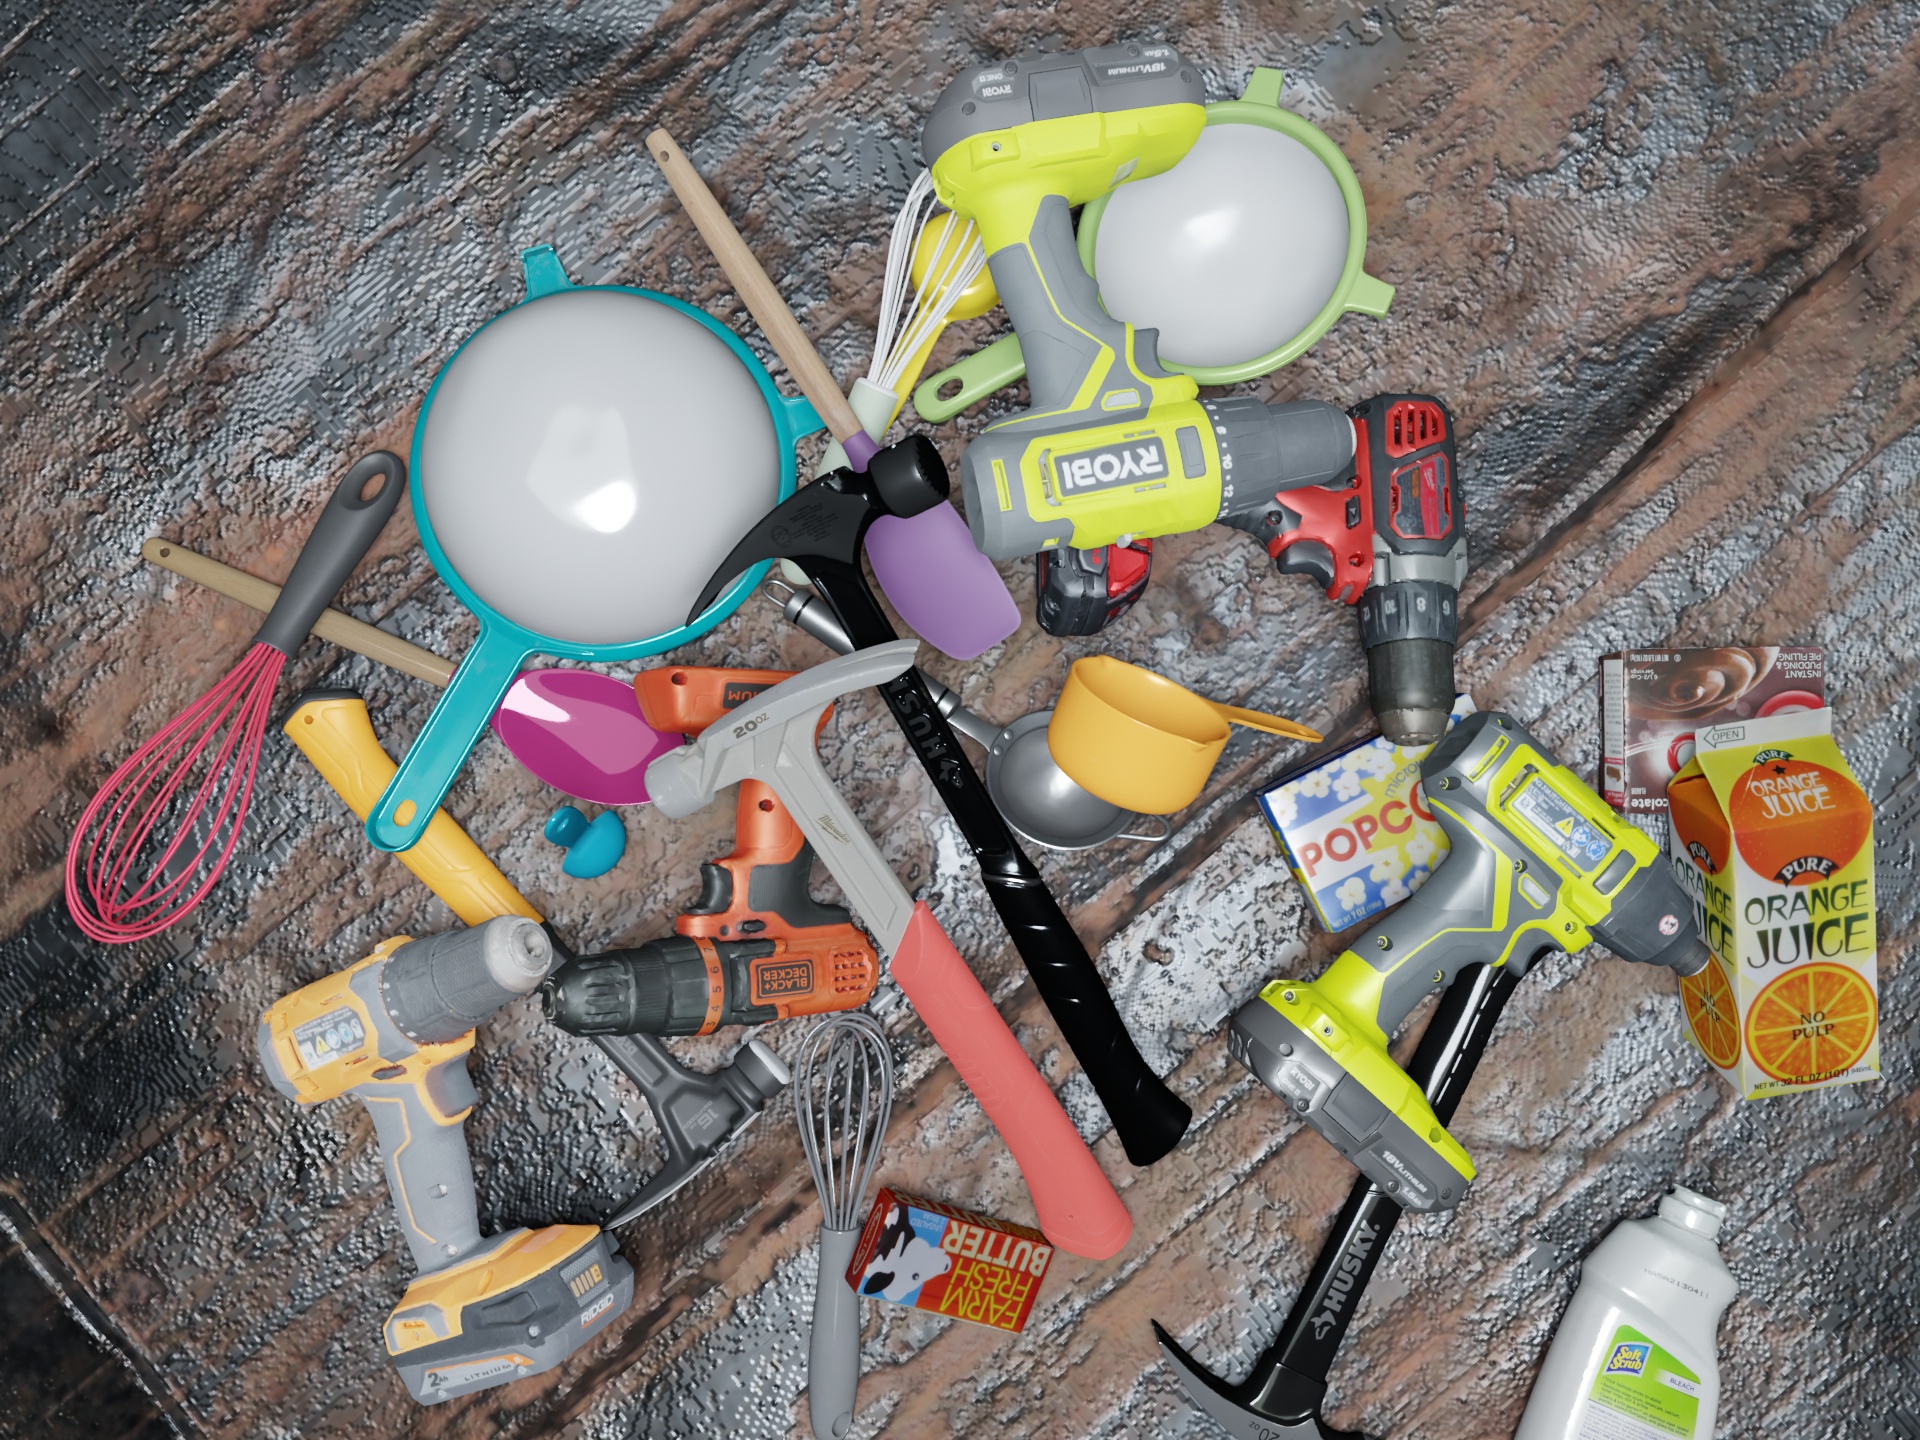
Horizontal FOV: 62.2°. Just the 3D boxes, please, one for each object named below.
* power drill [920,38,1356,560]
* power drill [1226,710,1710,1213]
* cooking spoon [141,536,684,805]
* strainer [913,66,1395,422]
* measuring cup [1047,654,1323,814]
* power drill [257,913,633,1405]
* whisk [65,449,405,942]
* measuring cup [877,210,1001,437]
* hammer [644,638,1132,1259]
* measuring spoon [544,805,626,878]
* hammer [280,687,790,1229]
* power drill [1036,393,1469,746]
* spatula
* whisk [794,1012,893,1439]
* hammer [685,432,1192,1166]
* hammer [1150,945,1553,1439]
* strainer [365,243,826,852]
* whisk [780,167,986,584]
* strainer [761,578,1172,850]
[{"bbox_3d":[0.082,-0.201,0.774,0.190,0.080,0.228,-11,88,-7],"label":"power drill"},{"bbox_3d":[0.260,0.131,0.810,0.171,0.080,0.223,42,87,-1],"label":"power drill"},{"bbox_3d":[-0.303,-0.034,0.878,0.319,0.017,0.069,23,83,0],"label":"cooking spoon"},{"bbox_3d":[0.095,-0.223,0.864,0.256,0.069,0.151,-26,78,14],"label":"strainer"},{"bbox_3d":[0.122,0.016,0.839,0.173,0.095,0.052,10,114,-36],"label":"measuring cup"},{"bbox_3d":[-0.250,0.217,0.817,0.185,0.084,0.226,-26,87,26],"label":"power drill"},{"bbox_3d":[-0.370,-0.020,0.833,0.073,0.073,0.296,23,70,1],"label":"whisk"},{"bbox_3d":[-0.025,-0.210,0.875,0.062,0.029,0.156,30,87,1],"label":"measuring cup"},{"bbox_3d":[-0.001,0.132,0.798,0.149,0.037,0.358,-25,111,18],"label":"hammer"},{"bbox_3d":[-0.192,0.063,0.820,0.021,0.128,0.042,36,80,3],"label":"measuring spoon"},{"bbox_3d":[-0.251,0.117,0.867,0.127,0.034,0.337,-43,89,-2],"label":"hammer"},{"bbox_3d":[0.156,-0.081,0.839,0.226,0.080,0.188,1,78,-3],"label":"power drill"},{"bbox_3d":[-0.072,-0.169,0.831,0.060,0.018,0.316,-31,96,21],"label":"spatula"},{"bbox_3d":[-0.066,0.275,0.857,0.055,0.055,0.239,2,93,0],"label":"whisk"},{"bbox_3d":[0.011,0.065,0.809,0.149,0.036,0.408,-22,108,21],"label":"hammer"},{"bbox_3d":[0.229,0.241,0.863,0.146,0.035,0.335,26,89,0],"label":"hammer"},{"bbox_3d":[-0.224,-0.085,0.826,0.211,0.095,0.340,28,82,0],"label":"strainer"},{"bbox_3d":[-0.042,-0.186,0.853,0.059,0.057,0.246,34,105,38],"label":"whisk"},{"bbox_3d":[-0.001,-0.003,0.863,0.258,0.050,0.087,35,59,4],"label":"strainer"}]
